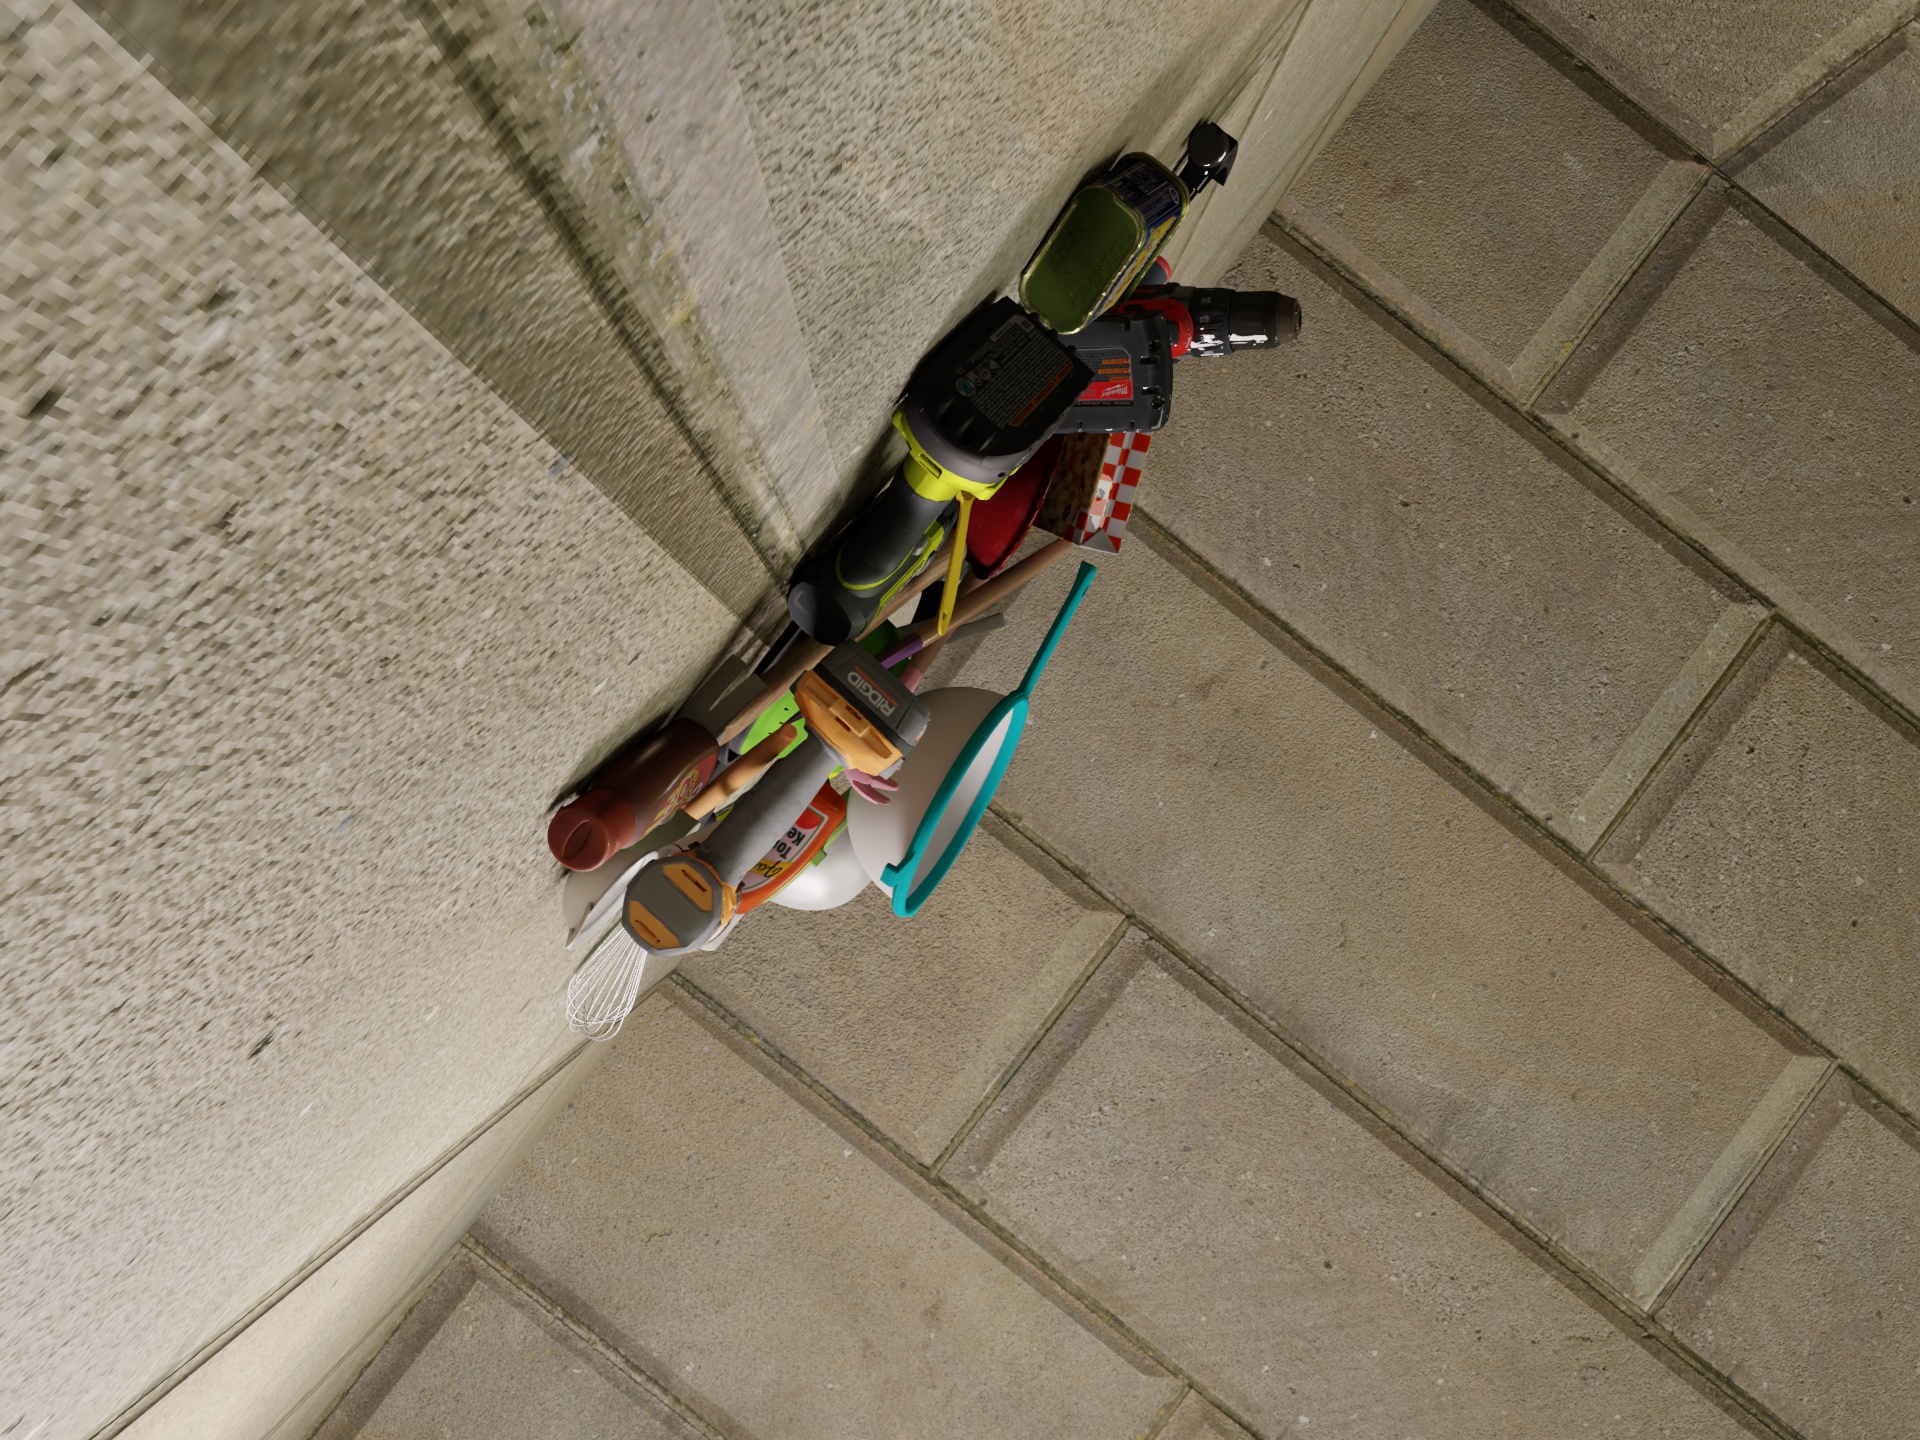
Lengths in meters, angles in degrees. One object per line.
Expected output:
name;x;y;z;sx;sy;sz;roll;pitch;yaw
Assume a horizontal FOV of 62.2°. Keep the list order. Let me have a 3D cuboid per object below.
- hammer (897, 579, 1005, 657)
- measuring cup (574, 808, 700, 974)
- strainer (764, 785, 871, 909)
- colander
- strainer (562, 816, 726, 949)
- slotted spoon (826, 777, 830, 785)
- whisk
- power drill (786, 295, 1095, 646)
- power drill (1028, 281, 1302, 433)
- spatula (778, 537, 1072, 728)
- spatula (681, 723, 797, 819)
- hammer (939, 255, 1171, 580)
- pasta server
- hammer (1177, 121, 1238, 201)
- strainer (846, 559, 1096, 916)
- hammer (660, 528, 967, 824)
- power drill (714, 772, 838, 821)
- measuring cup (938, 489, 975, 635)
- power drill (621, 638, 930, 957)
hammer;-0.014;-0.132;1.508;0.127;0.034;0.337;-18;-161;11
measuring cup;-0.261;0.128;1.215;0.167;0.038;0.083;-50;-179;20
strainer;-0.140;0.151;1.449;0.256;0.069;0.151;-43;-173;40
colander;-0.141;0.024;1.330;0.397;0.094;0.204;-52;180;39
strainer;-0.211;0.099;1.121;0.087;0.050;0.258;-51;169;25
slotted spoon;-0.107;-0.011;1.435;0.070;0.031;0.314;-22;-140;44
whisk;-0.305;0.194;1.519;0.284;0.070;0.070;-57;178;20
power drill;-0.014;-0.157;1.014;0.171;0.080;0.223;-51;-177;-39
power drill;0.140;-0.275;1.161;0.227;0.188;0.080;-49;138;-58
spatula;-0.015;-0.073;1.211;0.316;0.018;0.060;-35;-176;-37
spatula;-0.194;0.070;1.244;0.081;0.041;0.322;-49;-171;-37
hammer;0.091;-0.285;1.464;0.386;0.038;0.143;-55;-153;-15
pasta server;-0.019;-0.053;1.246;0.316;0.040;0.060;-59;149;-42
hammer;0.122;-0.360;1.366;0.334;0.035;0.146;-52;179;20
strainer;-0.002;-0.004;1.334;0.340;0.095;0.211;-60;170;-11
hammer;-0.098;-0.052;1.121;0.331;0.031;0.130;-42;173;-40
power drill;-0.157;0.053;1.581;0.190;0.080;0.229;-30;-165;45
measuring cup;-0.011;-0.141;1.170;0.062;0.029;0.156;-11;112;-69
power drill;-0.122;0.059;1.042;0.226;0.084;0.185;-47;179;-5
